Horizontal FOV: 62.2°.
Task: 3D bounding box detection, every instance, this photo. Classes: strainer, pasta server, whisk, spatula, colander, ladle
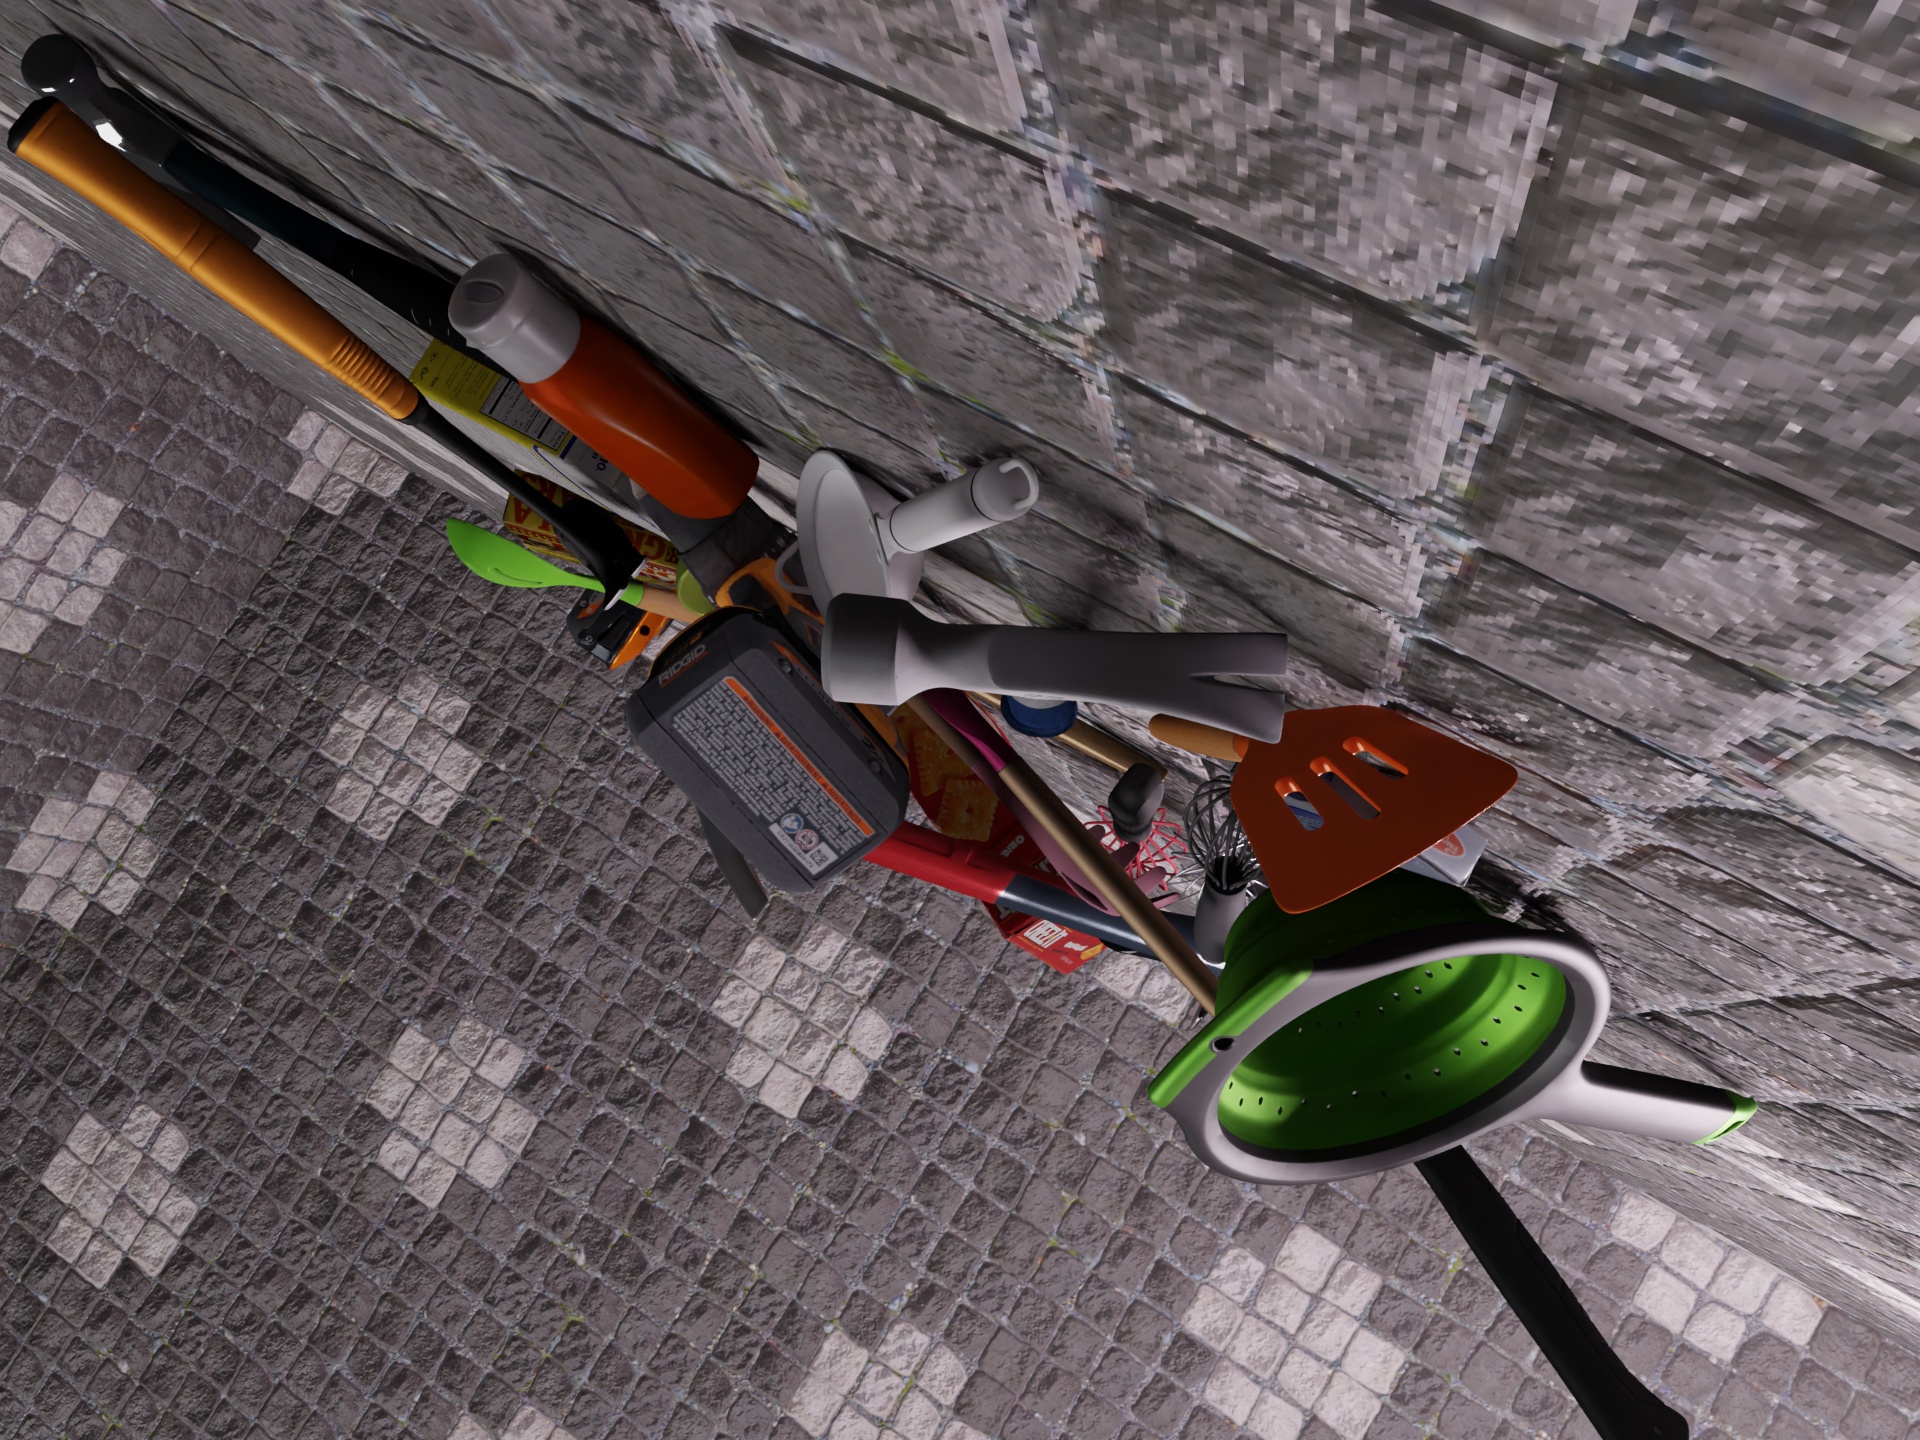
[{"bbox_3d":[-0.018,-0.070,0.587,0.258,0.050,0.087,180,75,-71],"label":"strainer"},{"bbox_3d":[-0.001,-0.003,0.897,0.316,0.040,0.060,47,169,9],"label":"pasta server"},{"bbox_3d":[0.179,0.094,1.022,0.070,0.070,0.284,30,180,17],"label":"whisk"},{"bbox_3d":[0.112,0.016,0.617,0.041,0.081,0.322,59,178,-3],"label":"spatula"},{"bbox_3d":[0.140,0.084,0.825,0.055,0.055,0.238,30,159,18],"label":"whisk"},{"bbox_3d":[0.258,0.149,0.798,0.396,0.204,0.095,16,-141,-31],"label":"colander"},{"bbox_3d":[0.105,0.066,0.969,0.073,0.073,0.295,30,171,11],"label":"whisk"},{"bbox_3d":[-0.023,-0.030,0.957,0.320,0.062,0.078,28,147,0],"label":"ladle"}]

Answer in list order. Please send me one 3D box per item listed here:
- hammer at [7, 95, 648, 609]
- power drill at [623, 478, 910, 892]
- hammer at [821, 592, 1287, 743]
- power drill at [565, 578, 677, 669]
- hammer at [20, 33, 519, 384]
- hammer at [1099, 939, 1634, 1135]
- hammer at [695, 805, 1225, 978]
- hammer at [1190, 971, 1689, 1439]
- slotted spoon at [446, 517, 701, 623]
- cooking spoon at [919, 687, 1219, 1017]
[{"bbox_3d":[-0.296,-0.172,0.775,0.336,0.034,0.127,38,-178,-29],"label":"hammer"},{"bbox_3d":[-0.099,-0.039,0.763,0.185,0.084,0.226,49,-167,-19],"label":"power drill"},{"bbox_3d":[0.040,-0.012,0.674,0.144,0.035,0.405,5,179,3],"label":"hammer"},{"bbox_3d":[-0.172,-0.038,1.167,0.226,0.164,0.084,34,177,-10],"label":"power drill"},{"bbox_3d":[-0.284,-0.217,0.767,0.331,0.033,0.128,30,175,9],"label":"hammer"},{"bbox_3d":[0.278,0.197,1.098,0.408,0.036,0.149,20,-178,-17],"label":"hammer"},{"bbox_3d":[0.029,0.099,0.882,0.386,0.038,0.143,22,-158,-32],"label":"hammer"},{"bbox_3d":[0.257,0.243,0.840,0.335,0.146,0.035,57,147,28],"label":"hammer"},{"bbox_3d":[-0.190,-0.077,1.057,0.313,0.031,0.070,14,175,-35],"label":"slotted spoon"},{"bbox_3d":[0.042,0.042,0.836,0.319,0.017,0.069,49,-172,3],"label":"cooking spoon"}]
